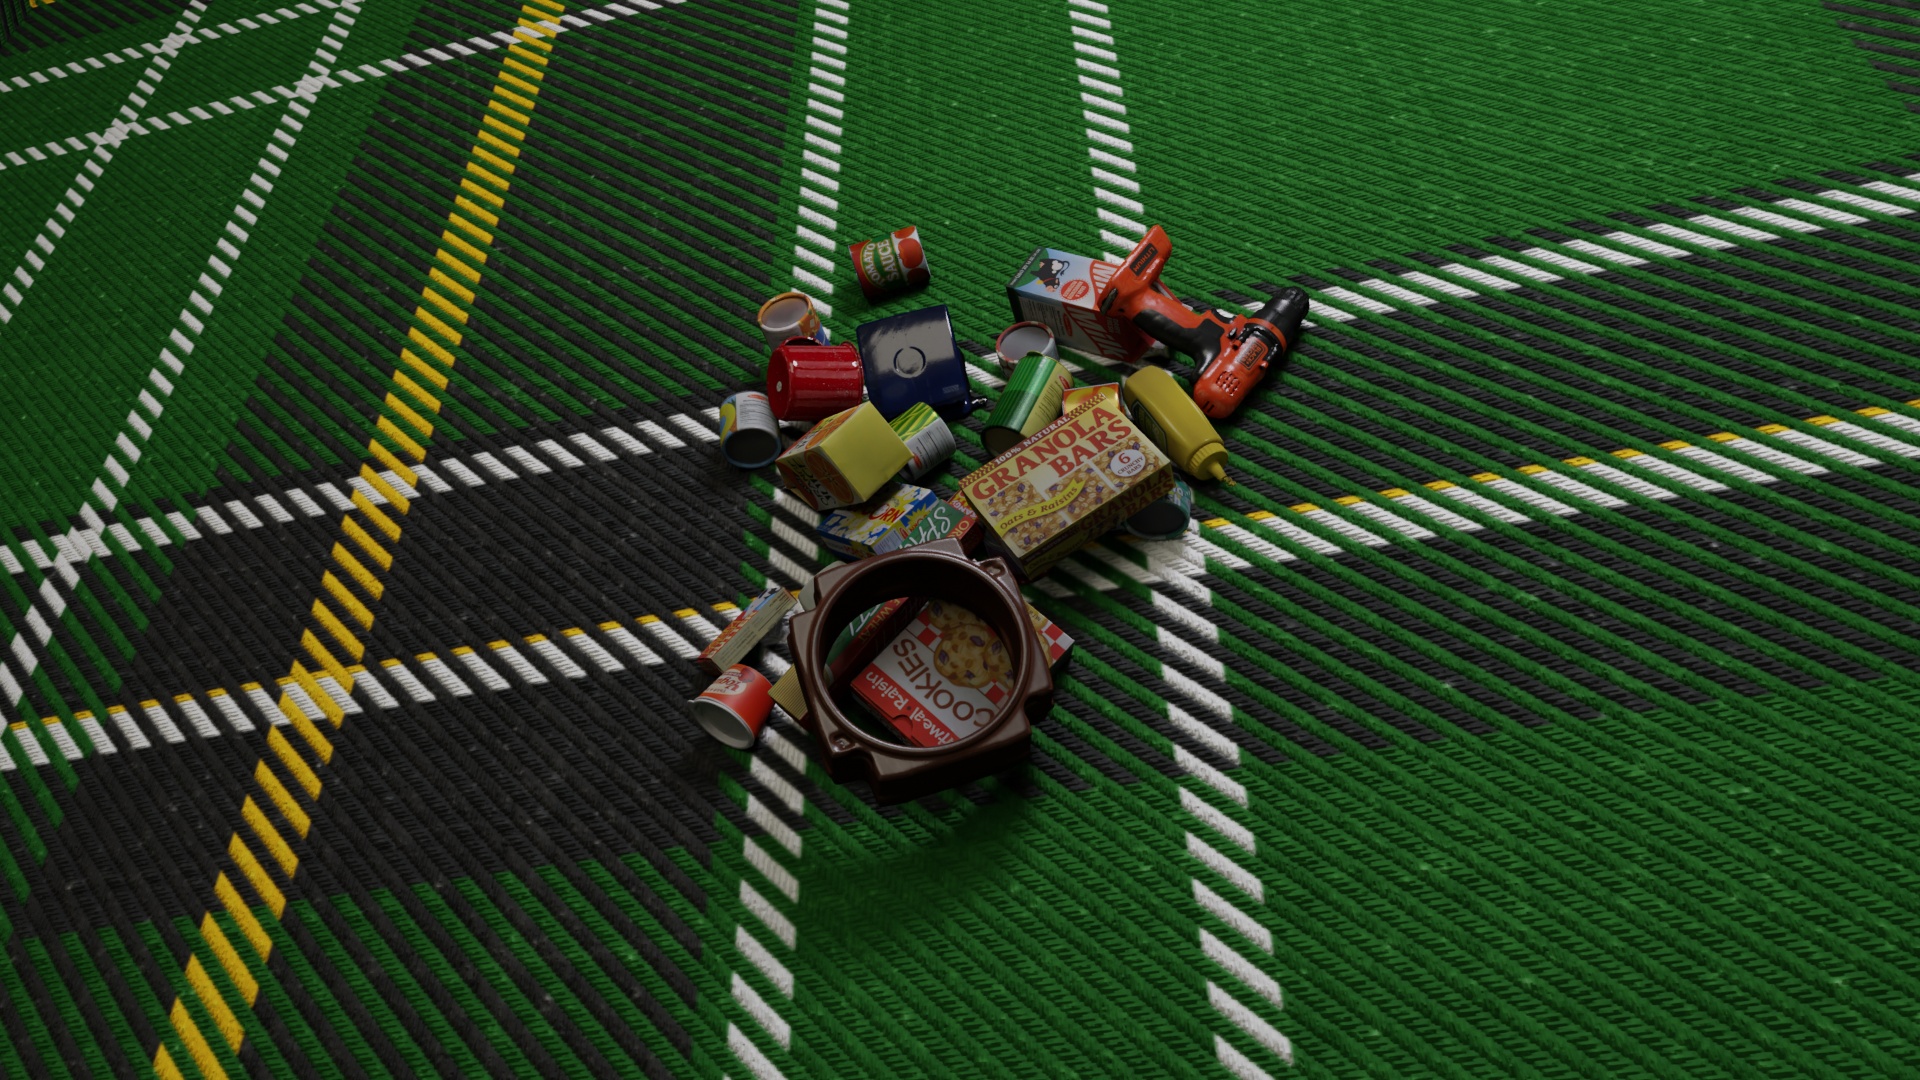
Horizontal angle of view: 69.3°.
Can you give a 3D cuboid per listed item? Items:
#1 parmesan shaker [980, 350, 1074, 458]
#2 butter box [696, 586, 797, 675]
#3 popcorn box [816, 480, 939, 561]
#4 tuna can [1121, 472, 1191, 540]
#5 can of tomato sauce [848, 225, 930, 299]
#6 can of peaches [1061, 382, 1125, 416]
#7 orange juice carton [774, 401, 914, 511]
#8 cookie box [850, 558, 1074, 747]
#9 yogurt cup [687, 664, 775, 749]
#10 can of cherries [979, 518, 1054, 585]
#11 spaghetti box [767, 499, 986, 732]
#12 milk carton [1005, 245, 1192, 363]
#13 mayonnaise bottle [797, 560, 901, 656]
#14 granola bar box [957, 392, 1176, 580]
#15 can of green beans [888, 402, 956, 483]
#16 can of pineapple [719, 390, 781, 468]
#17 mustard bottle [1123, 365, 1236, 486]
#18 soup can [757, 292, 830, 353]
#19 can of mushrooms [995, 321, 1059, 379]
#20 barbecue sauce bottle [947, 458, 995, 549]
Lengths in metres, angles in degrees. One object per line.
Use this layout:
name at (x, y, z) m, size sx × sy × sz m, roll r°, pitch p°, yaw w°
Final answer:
parmesan shaker at (0.068, -0.136, 1.439) m, size 0.071 × 0.071 × 0.103 m, roll 12°, pitch 56°, yaw 25°
butter box at (-0.208, 0.088, 1.353) m, size 0.104 × 0.024 × 0.053 m, roll -47°, pitch 15°, yaw -22°
popcorn box at (-0.079, -0.017, 1.377) m, size 0.085 × 0.038 × 0.127 m, roll -42°, pitch 26°, yaw -19°
tuna can at (0.186, -0.033, 1.317) m, size 0.071 × 0.070 × 0.033 m, roll -3°, pitch 52°, yaw 15°
can of tomato sauce at (-0.084, -0.331, 1.651) m, size 0.083 × 0.071 × 0.071 m, roll -17°, pitch 48°, yaw 2°
can of peaches at (0.137, -0.123, 1.412) m, size 0.058 × 0.071 × 0.071 m, roll -8°, pitch 50°, yaw 11°
orange juice carton at (-0.127, -0.082, 1.421) m, size 0.072 × 0.073 × 0.192 m, roll -44°, pitch 14°, yaw -19°
cookie box at (0.002, 0.115, 1.246) m, size 0.123 × 0.040 × 0.168 m, roll 39°, pitch 69°, yaw 16°
yogurt cup at (-0.207, 0.152, 1.291) m, size 0.072 × 0.072 × 0.054 m, roll 15°, pitch 49°, yaw 27°
can of cherries at (0.059, 0.001, 1.337) m, size 0.071 × 0.058 × 0.072 m, roll -9°, pitch 48°, yaw 10°
spaghetti box at (-0.076, 0.066, 1.287) m, size 0.050 × 0.028 × 0.250 m, roll 33°, pitch 75°, yaw 34°
milk carton at (0.152, -0.253, 1.509) m, size 0.191 × 0.073 × 0.072 m, roll 21°, pitch 61°, yaw 30°
mayonnaise bottle at (-0.092, 0.082, 1.329) m, size 0.065 × 0.041 × 0.148 m, roll -41°, pitch 53°, yaw -10°
granola bar box at (0.098, -0.052, 1.298) m, size 0.166 × 0.039 × 0.124 m, roll -32°, pitch 48°, yaw -7°
can of green beans at (-0.047, -0.102, 1.451) m, size 0.058 × 0.071 × 0.071 m, roll -37°, pitch 50°, yaw -14°
can of pineapple at (-0.231, -0.120, 1.525) m, size 0.071 × 0.070 × 0.058 m, roll -15°, pitch 49°, yaw 5°
mustard bottle at (0.221, -0.106, 1.374) m, size 0.049 × 0.065 × 0.161 m, roll -30°, pitch 53°, yaw -8°
soup can at (-0.188, -0.235, 1.593) m, size 0.071 × 0.083 × 0.072 m, roll -9°, pitch 49°, yaw 10°
can of mushrooms at (0.072, -0.208, 1.524) m, size 0.071 × 0.033 × 0.071 m, roll -9°, pitch 50°, yaw 11°
barbecue sauce bottle at (0.005, -0.017, 1.379) m, size 0.149 × 0.043 × 0.065 m, roll -41°, pitch 49°, yaw -17°
